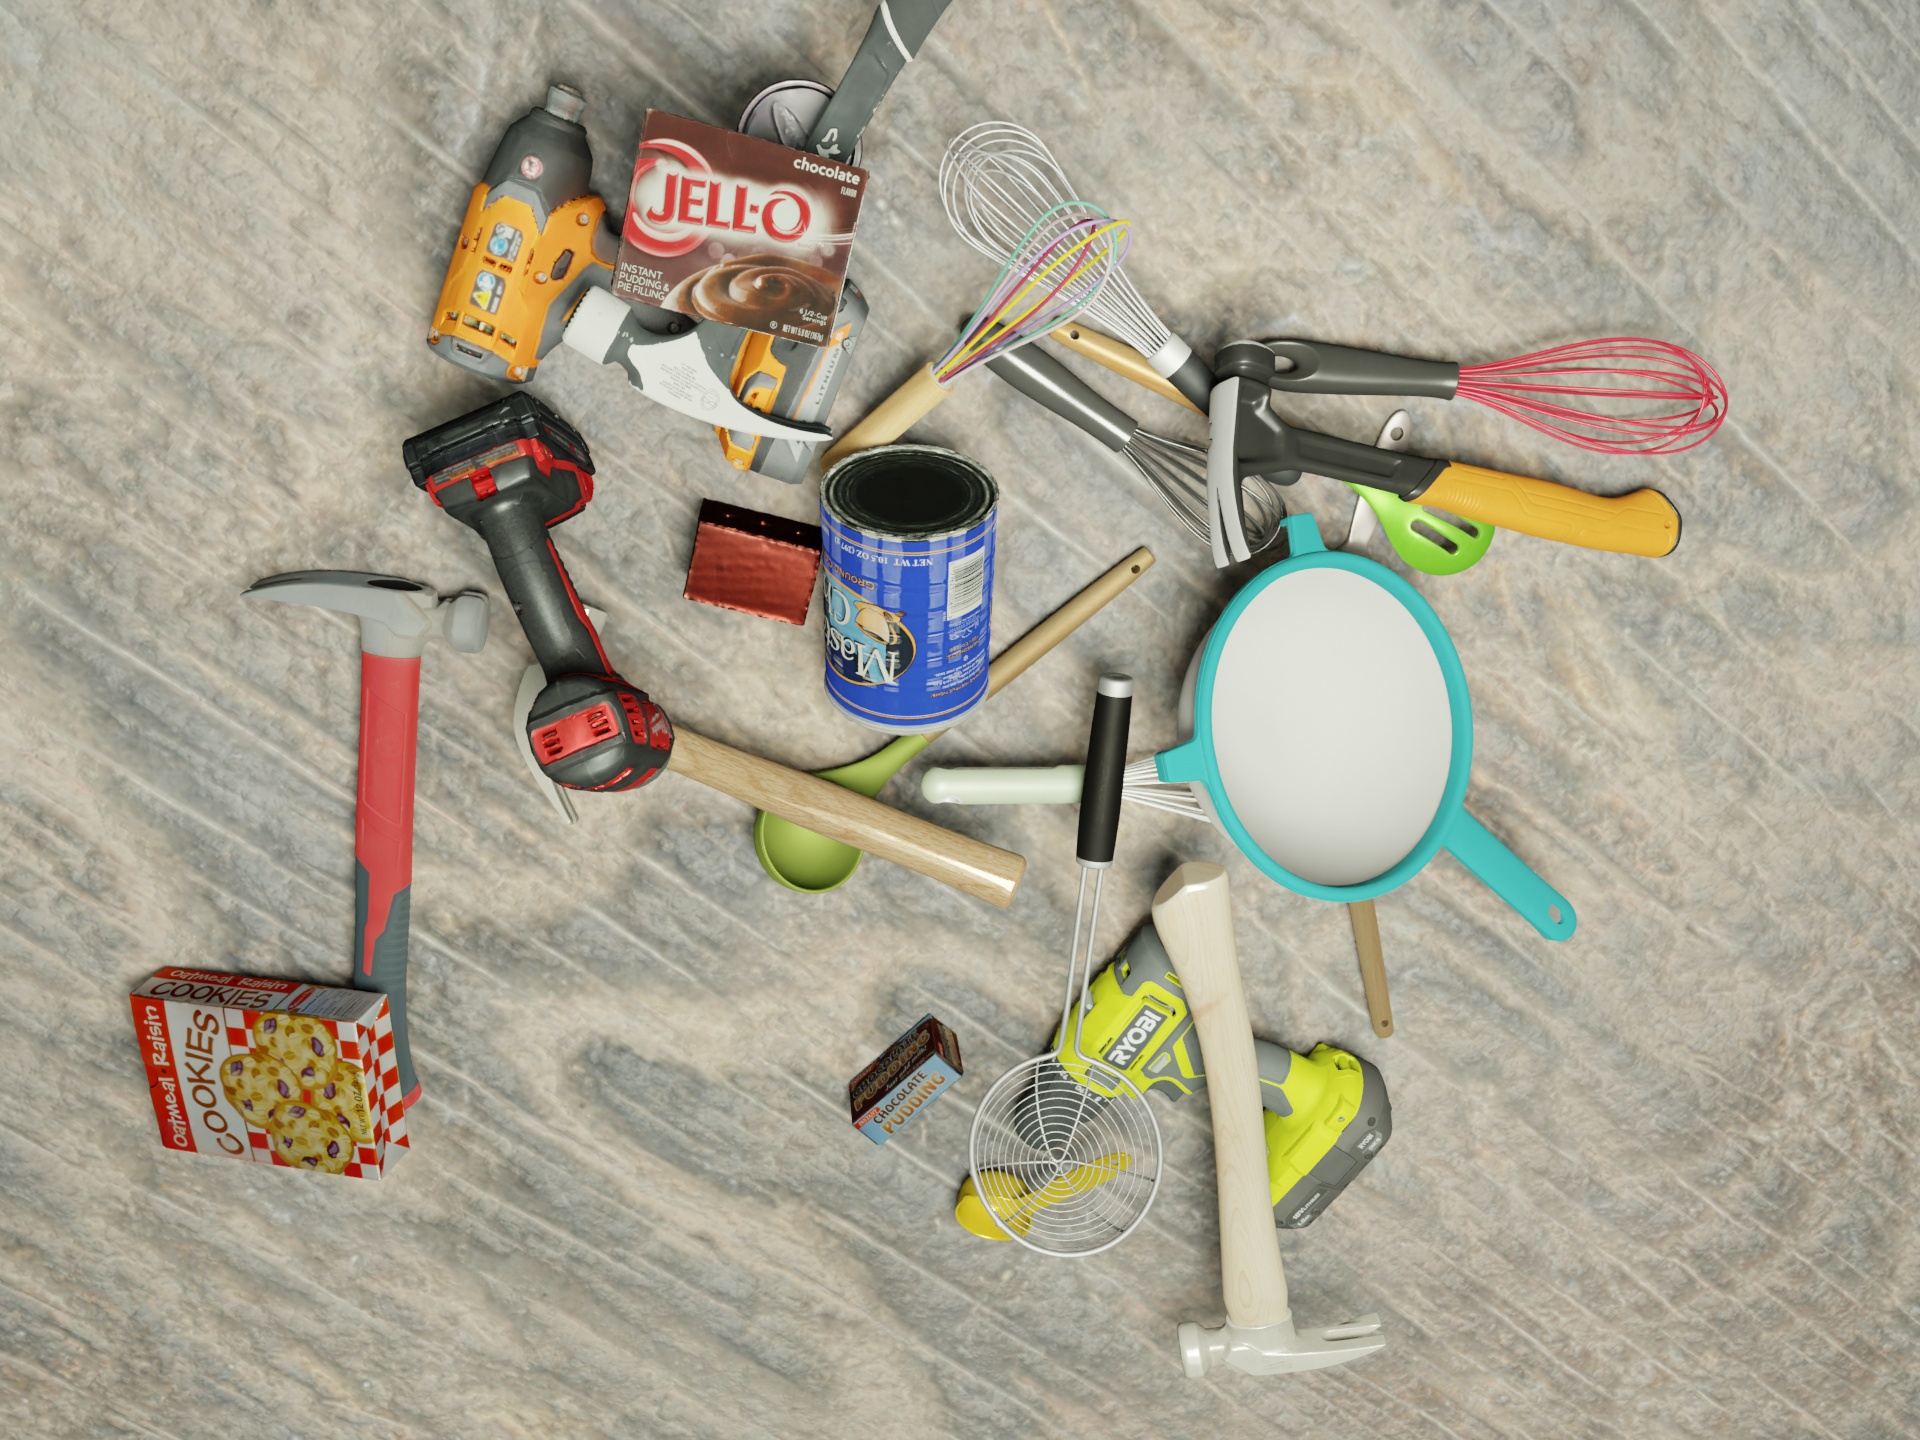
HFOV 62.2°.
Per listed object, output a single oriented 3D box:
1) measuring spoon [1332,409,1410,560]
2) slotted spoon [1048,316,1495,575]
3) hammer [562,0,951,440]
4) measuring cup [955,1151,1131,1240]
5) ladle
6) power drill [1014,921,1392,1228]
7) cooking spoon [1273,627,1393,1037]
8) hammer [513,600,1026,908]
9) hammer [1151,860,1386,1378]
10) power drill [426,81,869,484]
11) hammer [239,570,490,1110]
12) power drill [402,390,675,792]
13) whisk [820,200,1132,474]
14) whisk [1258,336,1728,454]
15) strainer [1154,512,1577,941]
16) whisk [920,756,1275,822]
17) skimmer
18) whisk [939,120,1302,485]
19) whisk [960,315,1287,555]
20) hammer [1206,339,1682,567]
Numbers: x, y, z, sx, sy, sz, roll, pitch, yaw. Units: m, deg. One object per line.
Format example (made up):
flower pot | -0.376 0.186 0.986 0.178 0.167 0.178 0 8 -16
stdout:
measuring spoon | 0.262 -0.135 1.008 0.034 0.018 0.124 12 109 -9
slotted spoon | 0.196 -0.173 0.975 0.313 0.031 0.070 24 95 -8
hammer | -0.039 -0.328 0.807 0.149 0.036 0.409 30 105 -17
measuring cup | 0.062 0.331 1.143 0.156 0.029 0.062 -33 116 30
ladle | -0.002 -0.003 1.019 0.320 0.062 0.078 -39 110 7
power drill | 0.168 0.266 1.128 0.228 0.080 0.190 30 111 -13
cooking spoon | 0.269 0.083 1.094 0.069 0.017 0.318 -15 111 1
hammer | -0.119 0.043 0.987 0.331 0.031 0.130 22 90 -1
hammer | 0.197 0.278 1.072 0.146 0.038 0.410 -9 113 5
power drill | -0.169 -0.243 0.898 0.226 0.084 0.164 21 108 -8
hammer | -0.390 0.093 1.032 0.143 0.038 0.386 7 111 -6
power drill | -0.226 -0.063 0.905 0.078 0.143 0.220 -22 84 3
whisk | 0.001 -0.208 0.900 0.051 0.047 0.245 40 128 -22
whisk | 0.319 -0.205 0.967 0.296 0.073 0.073 5 111 0
strainer | 0.256 0.042 1.011 0.340 0.095 0.211 38 70 -21
whisk | 0.094 0.040 1.032 0.246 0.058 0.059 0 75 -15
skimmer | 0.080 0.155 0.994 0.127 0.090 0.363 5 106 -2
whisk | 0.098 -0.233 0.919 0.284 0.070 0.070 41 103 -14
whisk | 0.101 -0.173 0.965 0.239 0.055 0.055 32 106 -11
hammer | 0.297 -0.132 0.952 0.336 0.034 0.127 7 80 -22
